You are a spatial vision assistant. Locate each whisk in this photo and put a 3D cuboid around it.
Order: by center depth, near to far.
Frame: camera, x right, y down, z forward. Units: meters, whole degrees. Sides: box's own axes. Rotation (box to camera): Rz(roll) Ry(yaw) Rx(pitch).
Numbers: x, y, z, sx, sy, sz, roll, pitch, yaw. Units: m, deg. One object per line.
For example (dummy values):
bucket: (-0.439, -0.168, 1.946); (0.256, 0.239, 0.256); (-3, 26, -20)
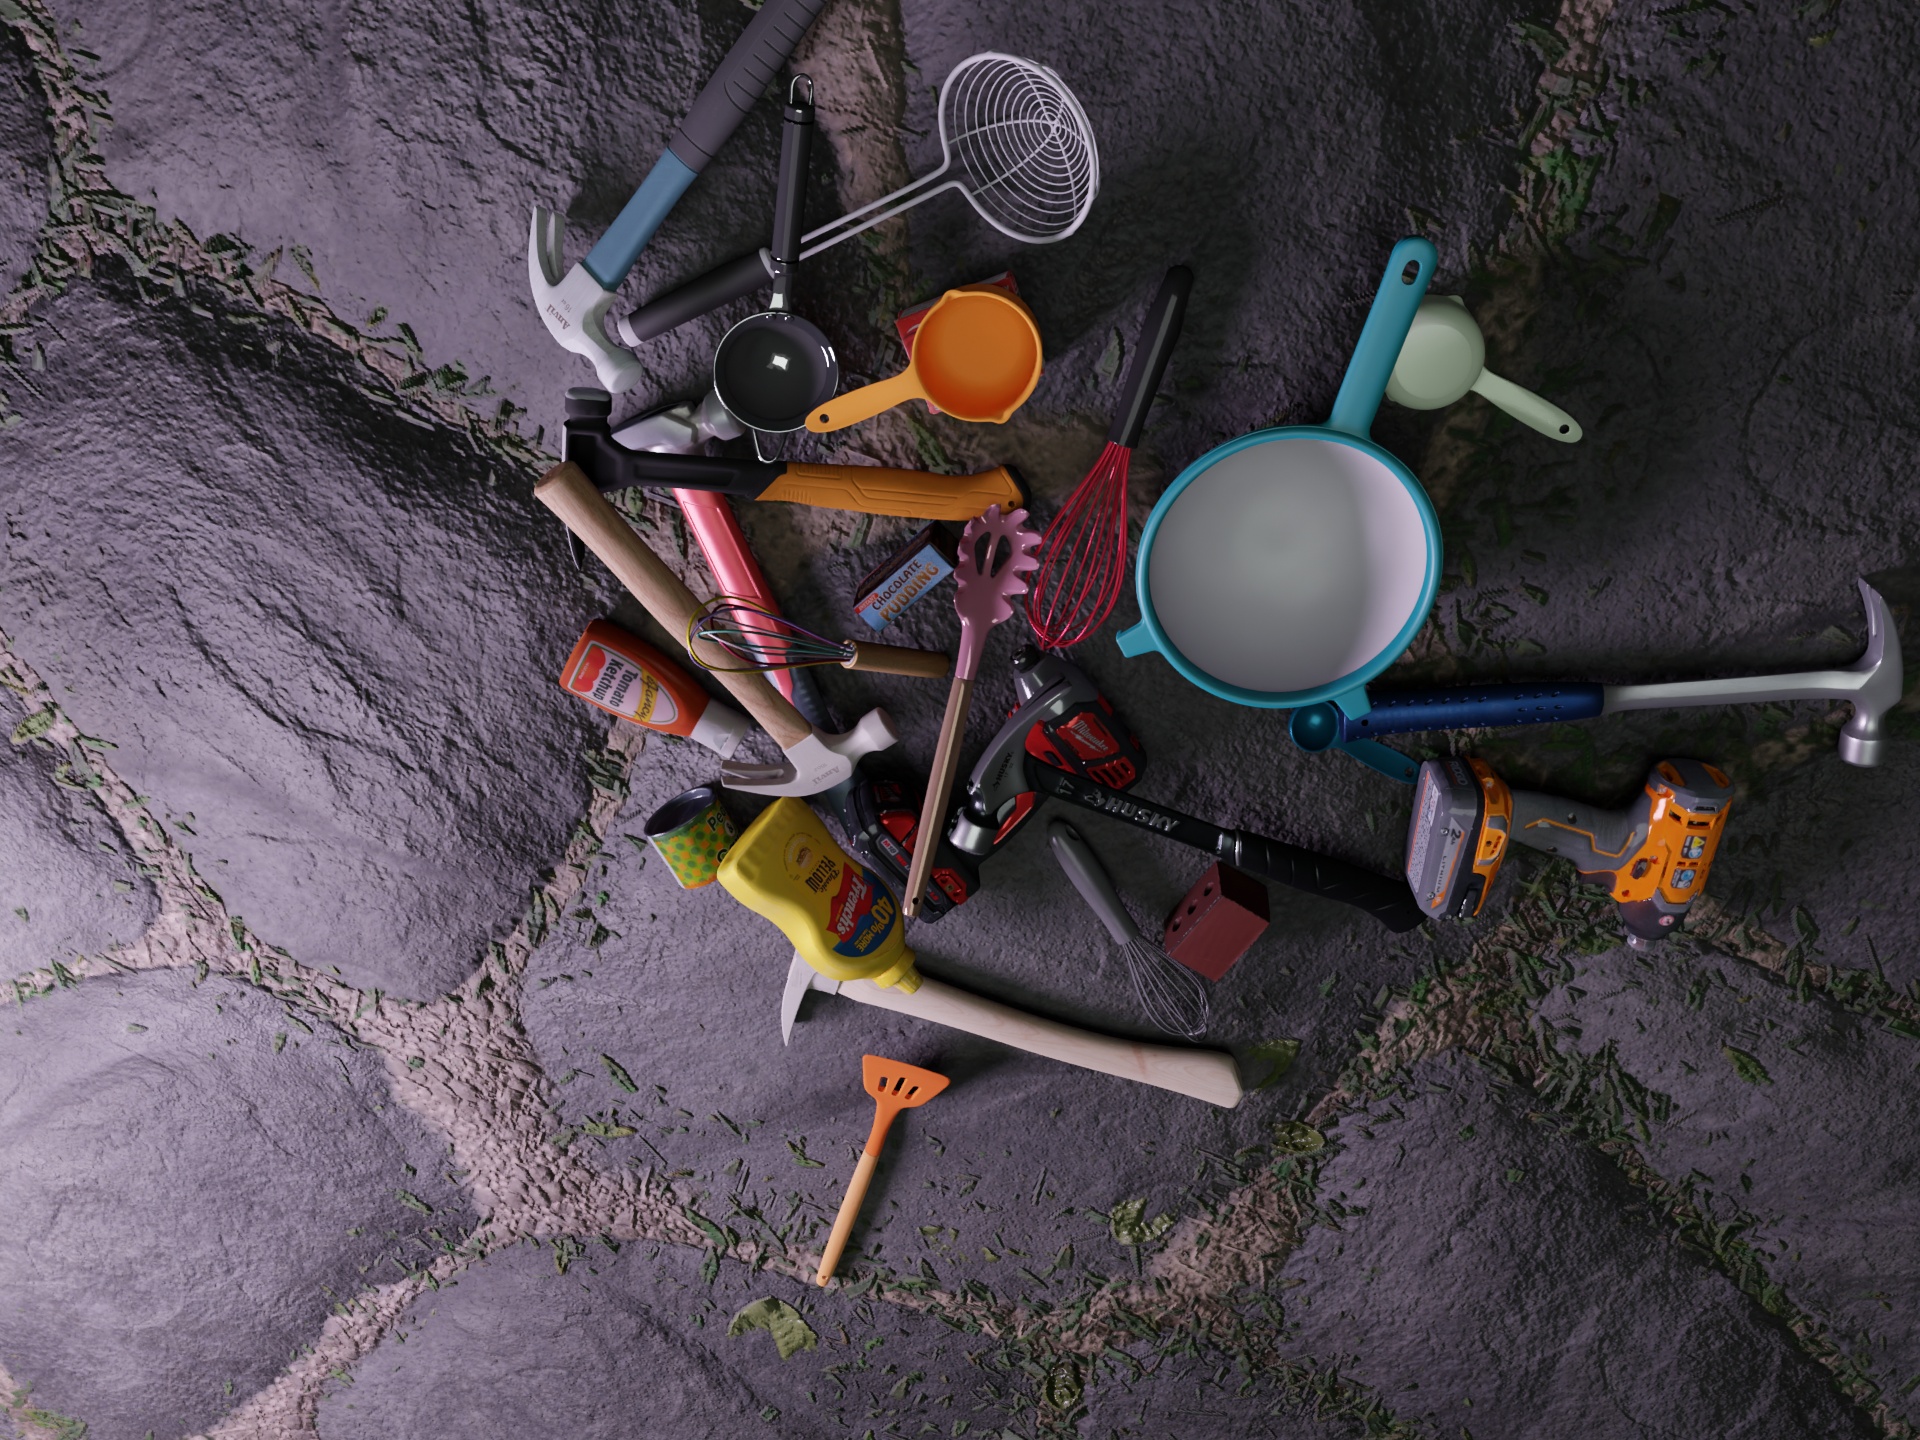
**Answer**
whisk: (0.110, -0.182, 1.144); (0.073, 0.073, 0.295); (17, 112, -3)
whisk: (-0.097, -0.055, 1.165); (0.051, 0.244, 0.047); (-23, 70, 41)
whisk: (0.142, 0.177, 1.335); (0.055, 0.055, 0.238); (-29, 106, 19)

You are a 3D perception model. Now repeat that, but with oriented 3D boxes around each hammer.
hammer: (-0.176, -0.385, 1.062); (0.128, 0.033, 0.331); (46, 109, 12)
hammer: (-0.116, -0.164, 1.152); (0.337, 0.034, 0.127); (3, 113, -8)
hammer: (-0.190, -0.059, 1.166); (0.130, 0.031, 0.331); (-32, 124, 13)
hammer: (0.491, -0.022, 1.192); (0.405, 0.035, 0.144); (-4, 117, 6)
hammer: (0.200, 0.088, 1.240); (0.408, 0.036, 0.149); (19, 106, -19)
hammer: (-0.163, -0.060, 1.245); (0.143, 0.038, 0.386); (-17, 114, 15)
hammer: (0.047, 0.277, 1.399); (0.410, 0.038, 0.146); (17, 119, -3)

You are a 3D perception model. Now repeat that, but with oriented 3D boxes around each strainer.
strainer: (-0.116, -0.297, 1.058); (0.087, 0.050, 0.258); (4, 126, -10)
strainer: (0.247, -0.176, 1.113); (0.211, 0.095, 0.340); (15, 116, -5)

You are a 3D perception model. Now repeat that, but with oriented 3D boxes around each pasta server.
pasta server: (-0.002, -0.004, 1.173); (0.060, 0.040, 0.316); (11, 99, -11)

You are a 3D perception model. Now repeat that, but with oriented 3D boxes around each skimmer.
skimmer: (-0.081, -0.327, 1.069); (0.363, 0.090, 0.127); (-21, 116, 16)

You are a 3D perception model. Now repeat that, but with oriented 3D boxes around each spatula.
spatula: (-0.090, 0.425, 1.487); (0.081, 0.041, 0.322); (17, 119, -4)

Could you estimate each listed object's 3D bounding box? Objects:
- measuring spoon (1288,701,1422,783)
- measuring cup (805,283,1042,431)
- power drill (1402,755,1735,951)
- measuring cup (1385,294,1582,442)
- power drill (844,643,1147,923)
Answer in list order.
measuring spoon: (0.311, 0.020, 1.252); (0.128, 0.021, 0.042); (25, 93, -17)
measuring cup: (-0.025, -0.240, 1.095); (0.173, 0.052, 0.095); (-19, 112, 16)
power drill: (0.471, 0.108, 1.245); (0.226, 0.084, 0.164); (2, 118, 0)
measuring cup: (0.362, -0.231, 1.101); (0.167, 0.038, 0.083); (27, 117, -6)
power drill: (0.023, 0.045, 1.243); (0.219, 0.079, 0.143); (-36, 114, 8)
